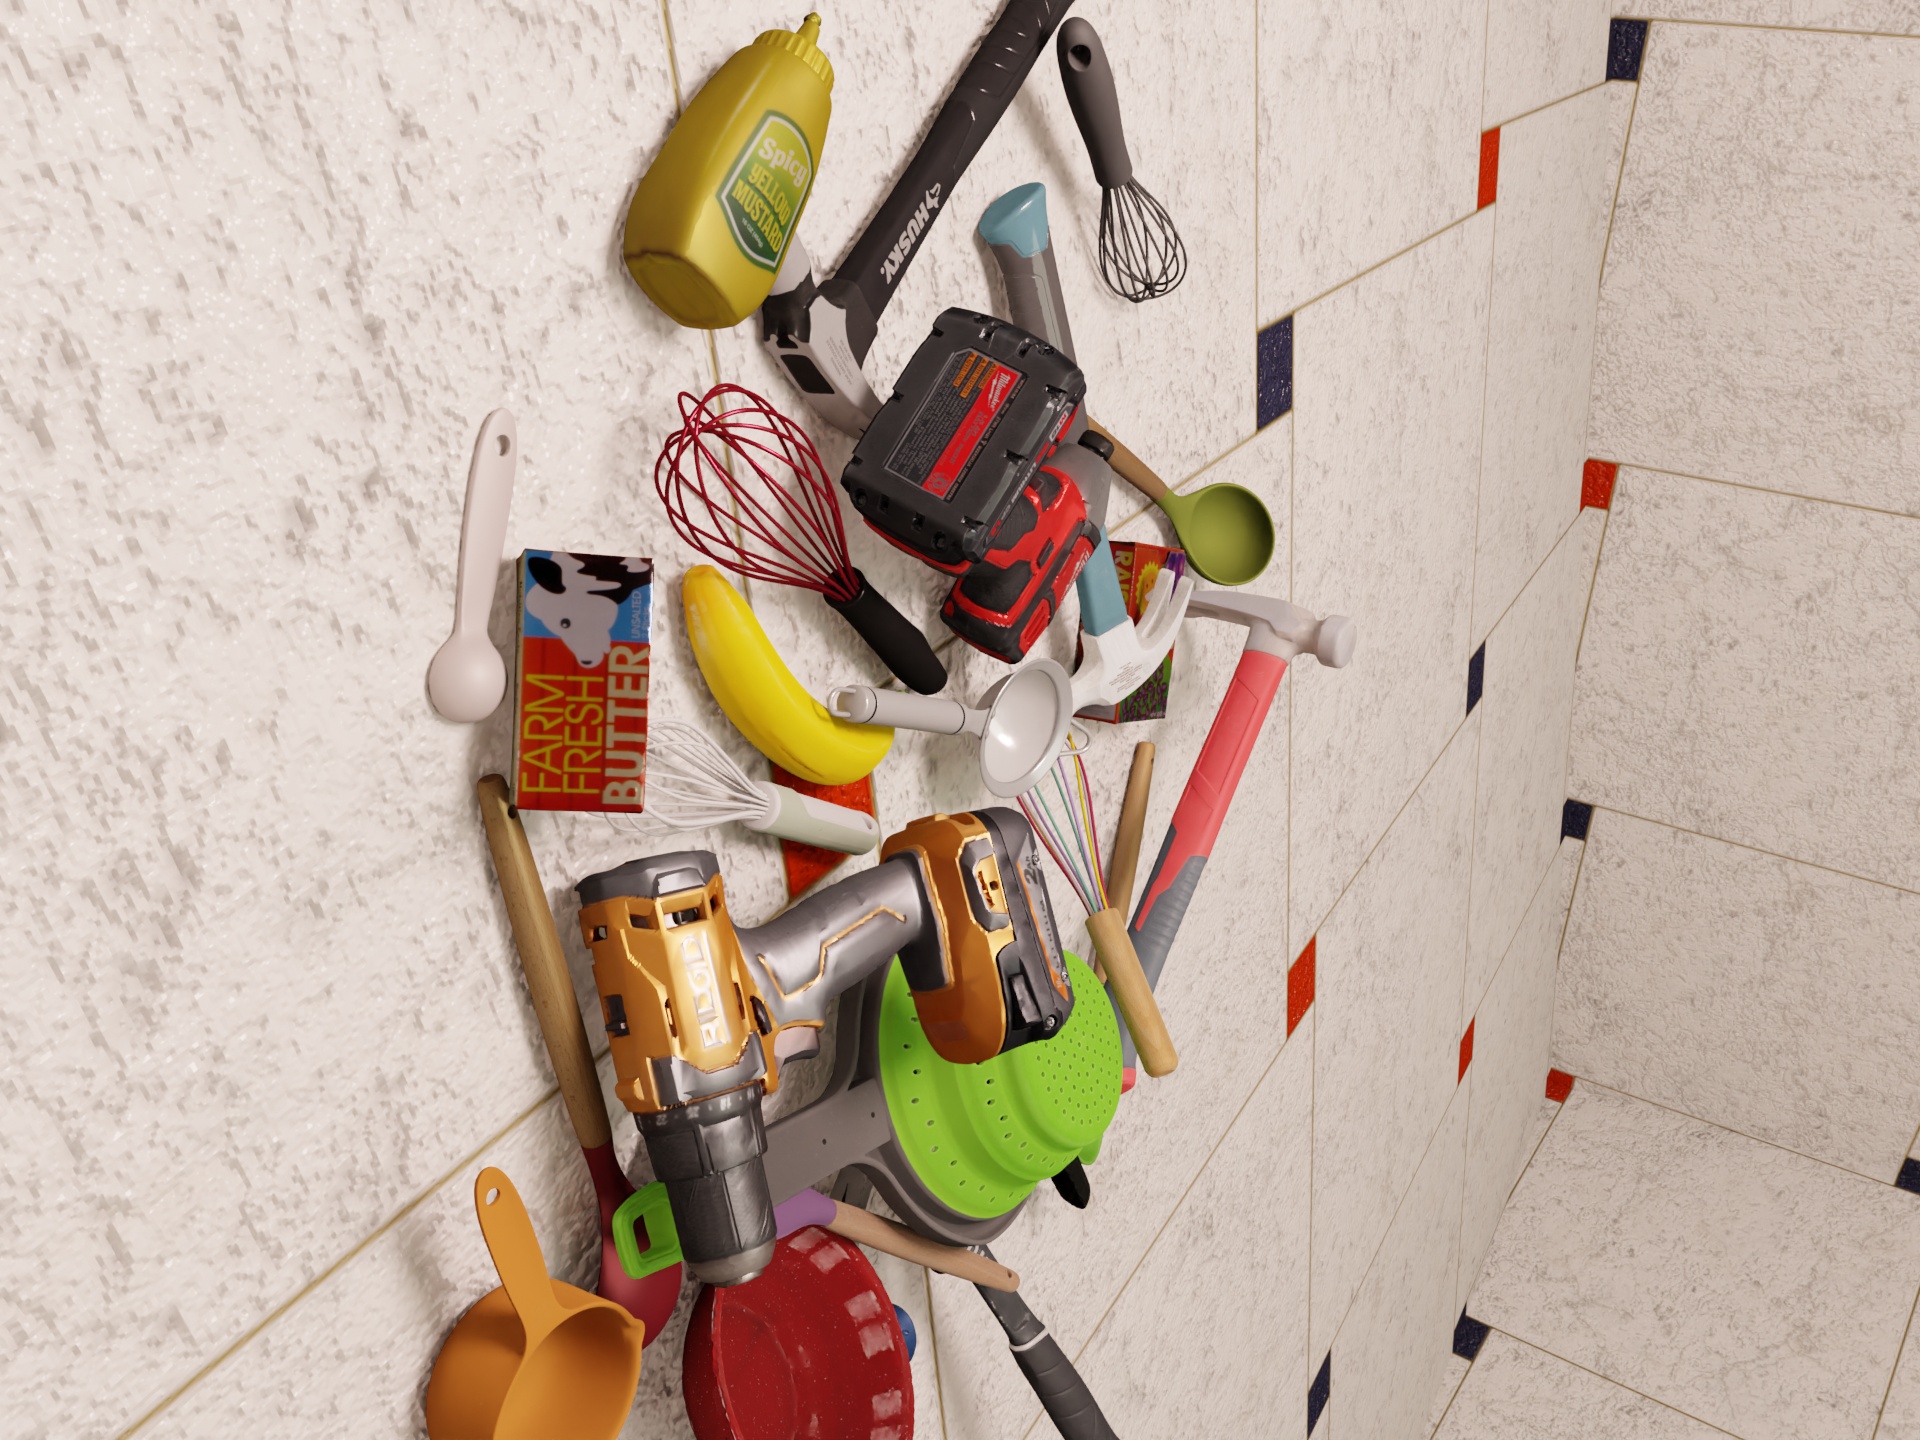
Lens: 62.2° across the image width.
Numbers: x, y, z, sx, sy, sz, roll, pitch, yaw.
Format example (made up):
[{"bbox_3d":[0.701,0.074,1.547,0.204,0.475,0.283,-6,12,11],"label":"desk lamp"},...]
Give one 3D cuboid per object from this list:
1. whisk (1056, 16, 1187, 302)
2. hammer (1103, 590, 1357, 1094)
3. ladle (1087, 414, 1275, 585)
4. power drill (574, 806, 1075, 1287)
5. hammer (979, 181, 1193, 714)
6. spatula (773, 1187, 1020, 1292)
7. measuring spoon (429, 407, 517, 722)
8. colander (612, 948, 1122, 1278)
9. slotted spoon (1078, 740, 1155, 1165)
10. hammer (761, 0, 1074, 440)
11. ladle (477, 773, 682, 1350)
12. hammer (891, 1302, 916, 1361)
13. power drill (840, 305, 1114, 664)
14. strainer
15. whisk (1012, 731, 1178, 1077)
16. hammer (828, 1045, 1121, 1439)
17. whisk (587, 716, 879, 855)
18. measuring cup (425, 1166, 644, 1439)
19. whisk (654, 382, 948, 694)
[{"bbox_3d":[0.095,-0.329,0.954,0.238,0.055,0.055,52,54,-62],"label":"whisk"},{"bbox_3d":[0.149,0.081,1.130,0.386,0.143,0.038,-65,146,-16],"label":"hammer"},{"bbox_3d":[0.136,-0.167,1.095,0.320,0.062,0.078,23,76,-57],"label":"ladle"},{"bbox_3d":[-0.055,0.139,0.737,0.226,0.084,0.185,-9,83,-38],"label":"power drill"},{"bbox_3d":[0.066,-0.157,0.970,0.128,0.033,0.330,-28,122,-21],"label":"hammer"},{"bbox_3d":[-0.056,0.275,0.861,0.315,0.018,0.060,38,31,-45],"label":"spatula"},{"bbox_3d":[-0.182,-0.060,0.618,0.034,0.018,0.124,4,94,-60],"label":"measuring spoon"},{"bbox_3d":[-0.015,0.200,0.841,0.397,0.094,0.204,-12,86,-57],"label":"colander"},{"bbox_3d":[0.111,0.170,1.182,0.070,0.031,0.314,20,79,-60],"label":"slotted spoon"},{"bbox_3d":[-0.005,-0.294,0.834,0.335,0.035,0.146,-64,146,-26],"label":"hammer"},{"bbox_3d":[-0.168,0.163,0.704,0.069,0.031,0.315,-52,139,-55],"label":"ladle"},{"bbox_3d":[-0.146,0.410,0.806,0.405,0.035,0.144,-14,111,-58],"label":"hammer"},{"bbox_3d":[0.026,-0.121,0.846,0.143,0.078,0.219,-58,162,-3],"label":"power drill"},{"bbox_3d":[-0.001,-0.003,0.878,0.258,0.050,0.087,8,101,-61],"label":"strainer"},{"bbox_3d":[0.079,0.096,0.961,0.051,0.047,0.245,48,19,-65],"label":"whisk"},{"bbox_3d":[0.034,0.386,1.013,0.149,0.036,0.408,-53,126,-39],"label":"hammer"},{"bbox_3d":[-0.100,0.039,0.763,0.059,0.058,0.246,-45,155,9],"label":"whisk"},{"bbox_3d":[-0.191,0.248,0.665,0.095,0.052,0.173,-41,131,-47],"label":"measuring cup"},{"bbox_3d":[-0.065,-0.073,0.778,0.295,0.073,0.073,46,60,-61],"label":"whisk"}]
